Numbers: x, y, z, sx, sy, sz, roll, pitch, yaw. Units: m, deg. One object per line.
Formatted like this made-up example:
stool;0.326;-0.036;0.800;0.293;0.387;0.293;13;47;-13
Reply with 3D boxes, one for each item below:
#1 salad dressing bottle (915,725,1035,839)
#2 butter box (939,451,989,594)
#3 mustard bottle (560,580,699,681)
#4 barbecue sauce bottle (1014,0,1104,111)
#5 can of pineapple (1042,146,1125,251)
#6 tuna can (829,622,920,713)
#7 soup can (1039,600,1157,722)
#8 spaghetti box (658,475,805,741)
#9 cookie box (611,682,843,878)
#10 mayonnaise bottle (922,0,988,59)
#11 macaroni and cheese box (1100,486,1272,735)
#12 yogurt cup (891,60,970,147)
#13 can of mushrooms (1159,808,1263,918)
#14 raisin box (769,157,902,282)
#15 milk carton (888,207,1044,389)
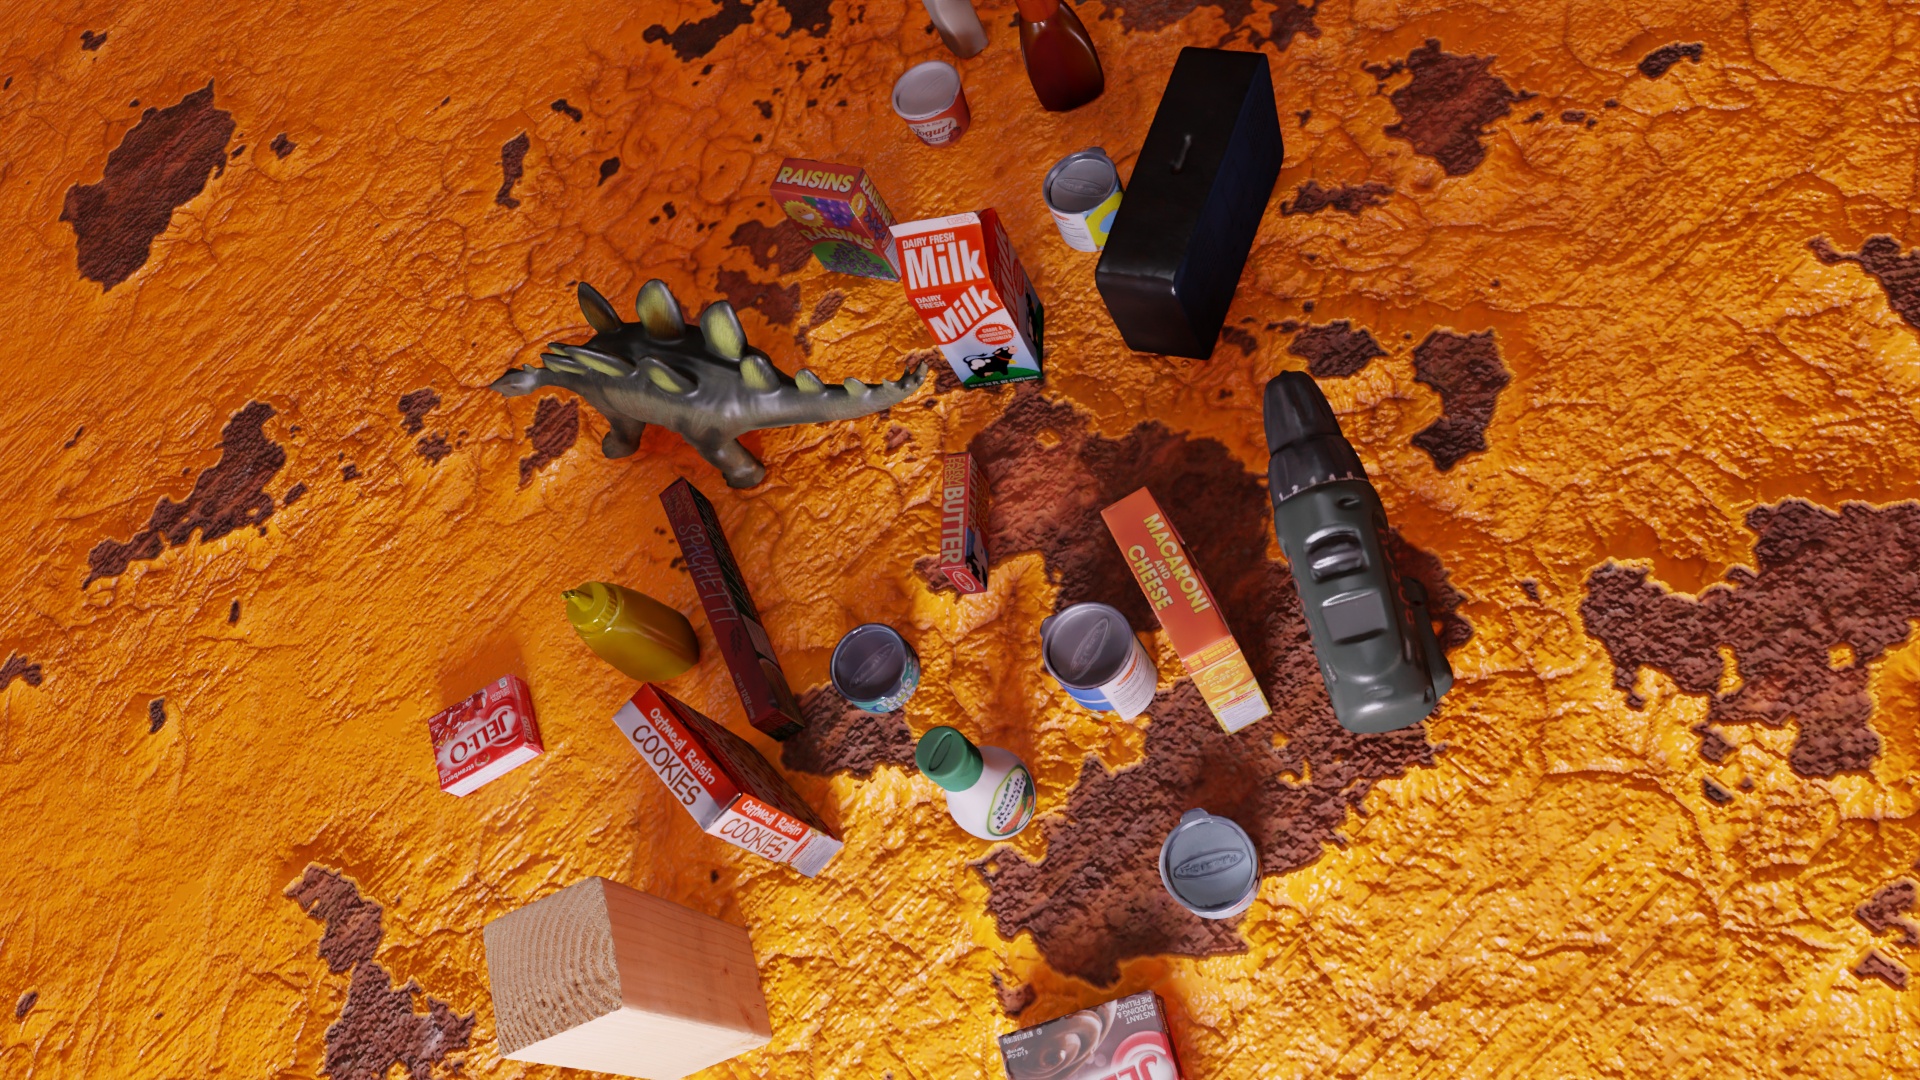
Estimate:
salad dressing bottle;0.010;0.167;0.966;0.044;0.147;0.064;22;75;28
butter box;0.004;-0.014;1.111;0.024;0.053;0.104;-7;64;18
mustard bottle;-0.271;0.067;1.115;0.065;0.160;0.049;-24;60;9
barbecue sauce bottle;0.081;-0.448;1.234;0.065;0.148;0.044;-16;62;14
can of pineapple;0.112;-0.294;1.201;0.071;0.057;0.071;-8;63;17
tuna can;-0.065;0.102;1.094;0.071;0.032;0.071;-8;63;17
soup can;0.100;0.088;1.007;0.071;0.083;0.071;-9;63;17
spaghetti box;-0.193;0.053;1.156;0.028;0.050;0.251;-31;59;5
cookie box;-0.167;0.178;1.018;0.040;0.167;0.123;-47;59;-4
mayonnaise bottle;-0.020;-0.525;1.310;0.041;0.147;0.065;-35;59;3
macaroni and cheese box;0.158;0.051;0.954;0.040;0.166;0.124;-29;59;7
yogurt cup;-0.024;-0.409;1.311;0.072;0.053;0.072;-8;63;17
can of mushrooms;0.171;0.220;0.946;0.071;0.033;0.071;-8;63;17
raisin box;-0.104;-0.287;1.242;0.086;0.123;0.040;15;73;27
milk carton;0.009;-0.203;1.119;0.072;0.190;0.074;-7;64;18
